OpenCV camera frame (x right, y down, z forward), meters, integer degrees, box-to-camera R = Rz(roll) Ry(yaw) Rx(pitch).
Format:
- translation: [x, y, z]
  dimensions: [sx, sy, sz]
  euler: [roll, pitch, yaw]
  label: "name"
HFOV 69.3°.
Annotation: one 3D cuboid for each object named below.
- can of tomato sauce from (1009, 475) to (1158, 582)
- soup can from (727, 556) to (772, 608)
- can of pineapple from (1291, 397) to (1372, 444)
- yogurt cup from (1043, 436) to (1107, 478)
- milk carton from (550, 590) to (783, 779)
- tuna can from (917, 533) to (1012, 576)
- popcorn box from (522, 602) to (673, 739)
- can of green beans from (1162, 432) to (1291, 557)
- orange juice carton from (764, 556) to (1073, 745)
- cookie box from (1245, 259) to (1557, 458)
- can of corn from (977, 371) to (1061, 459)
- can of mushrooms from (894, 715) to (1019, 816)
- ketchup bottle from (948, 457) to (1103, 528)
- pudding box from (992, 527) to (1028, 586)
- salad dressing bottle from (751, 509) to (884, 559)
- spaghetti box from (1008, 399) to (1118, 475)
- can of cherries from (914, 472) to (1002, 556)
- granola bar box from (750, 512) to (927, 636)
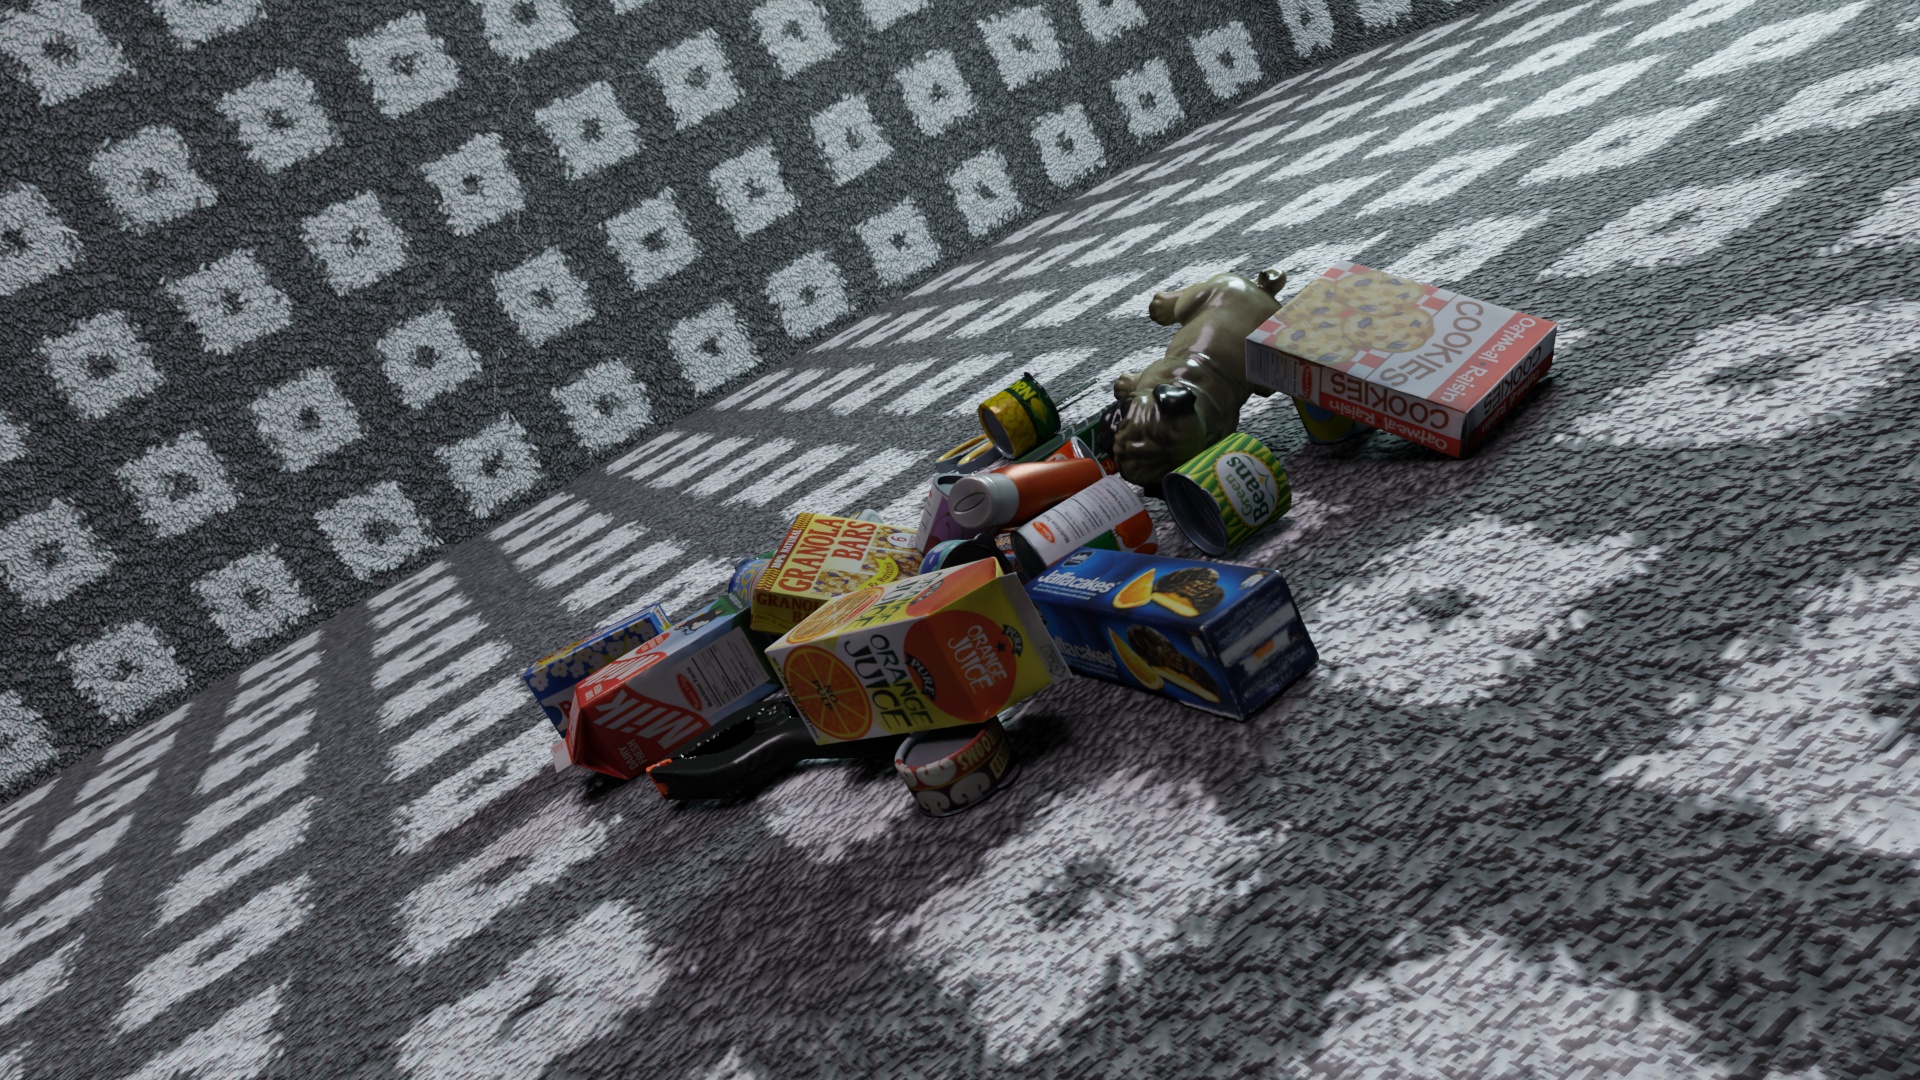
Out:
- translation: [0.087, 0.003, 0.978]
  dimensions: [0.083, 0.071, 0.071]
  euler: [-30, 16, -12]
  label: "can of tomato sauce"
- translation: [-0.158, 0.046, 1.217]
  dimensions: [0.071, 0.071, 0.083]
  euler: [-37, 19, -30]
  label: "soup can"
- translation: [0.279, -0.112, 1.035]
  dimensions: [0.071, 0.057, 0.071]
  euler: [-25, 16, 8]
  label: "can of pineapple"
- translation: [0.088, -0.042, 1.115]
  dimensions: [0.054, 0.072, 0.072]
  euler: [-32, 15, 14]
  label: "yogurt cup"
- translation: [-0.239, 0.123, 1.107]
  dimensions: [0.191, 0.073, 0.072]
  euler: [-32, 17, -13]
  label: "milk carton"
- translation: [0.004, 0.029, 1.017]
  dimensions: [0.071, 0.071, 0.033]
  euler: [-36, 18, -27]
  label: "tuna can"
- translation: [-0.294, 0.118, 1.187]
  dimensions: [0.126, 0.085, 0.038]
  euler: [-25, 15, 9]
  label: "popcorn box"
- translation: [0.179, -0.031, 0.931]
  dimensions: [0.058, 0.071, 0.071]
  euler: [-32, 17, -16]
  label: "can of green beans"
- translation: [-0.021, 0.065, 0.825]
  dimensions: [0.192, 0.071, 0.073]
  euler: [-15, 18, 43]
  label: "orange juice carton"
- translation: [0.301, -0.128, 0.955]
  dimensions: [0.168, 0.040, 0.123]
  euler: [28, 53, 36]
  label: "cookie box"
- translation: [0.058, -0.125, 1.400]
  dimensions: [0.058, 0.071, 0.071]
  euler: [-32, 17, -14]
  label: "can of corn"
- translation: [-0.001, 0.125, 0.799]
  dimensions: [0.071, 0.033, 0.071]
  euler: [-25, 16, 8]
  label: "can of mushrooms"
- translation: [0.045, -0.033, 1.003]
  dimensions: [0.064, 0.043, 0.149]
  euler: [-27, -9, 32]
  label: "ketchup bottle"
- translation: [0.047, 0.013, 1.069]
  dimensions: [0.050, 0.030, 0.083]
  euler: [-37, 19, -30]
  label: "pudding box"
- translation: [-0.141, 0.014, 1.337]
  dimensions: [0.147, 0.044, 0.064]
  euler: [-20, 19, 24]
  label: "salad dressing bottle"
- translation: [0.121, -0.083, 1.208]
  dimensions: [0.251, 0.050, 0.028]
  euler: [-32, 19, -17]
  label: "spaghetti box"
- translation: [0.004, -0.014, 1.126]
  dimensions: [0.071, 0.058, 0.072]
  euler: [16, 21, -6]
  label: "can of cherries"
- translation: [-0.087, 0.031, 1.108]
  dimensions: [0.124, 0.039, 0.166]
  euler: [8, 22, 3]
  label: "granola bar box"
